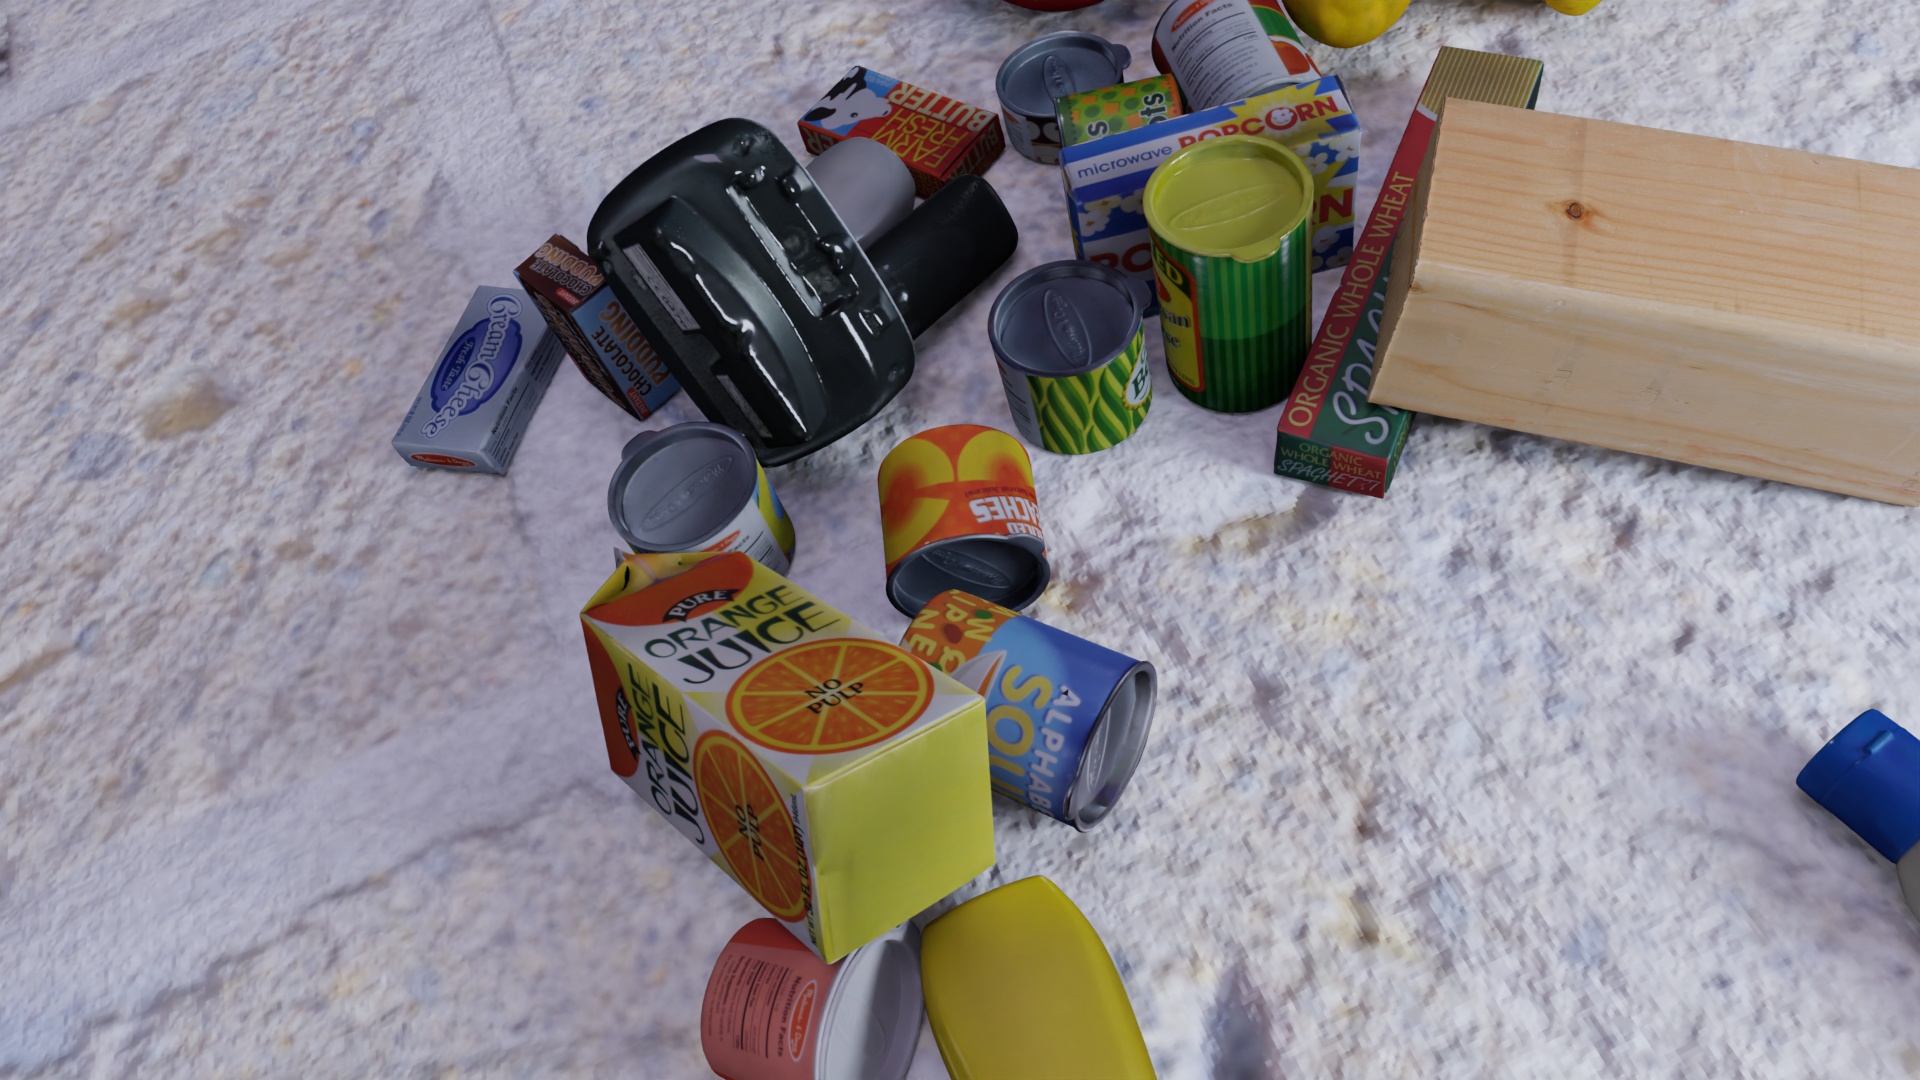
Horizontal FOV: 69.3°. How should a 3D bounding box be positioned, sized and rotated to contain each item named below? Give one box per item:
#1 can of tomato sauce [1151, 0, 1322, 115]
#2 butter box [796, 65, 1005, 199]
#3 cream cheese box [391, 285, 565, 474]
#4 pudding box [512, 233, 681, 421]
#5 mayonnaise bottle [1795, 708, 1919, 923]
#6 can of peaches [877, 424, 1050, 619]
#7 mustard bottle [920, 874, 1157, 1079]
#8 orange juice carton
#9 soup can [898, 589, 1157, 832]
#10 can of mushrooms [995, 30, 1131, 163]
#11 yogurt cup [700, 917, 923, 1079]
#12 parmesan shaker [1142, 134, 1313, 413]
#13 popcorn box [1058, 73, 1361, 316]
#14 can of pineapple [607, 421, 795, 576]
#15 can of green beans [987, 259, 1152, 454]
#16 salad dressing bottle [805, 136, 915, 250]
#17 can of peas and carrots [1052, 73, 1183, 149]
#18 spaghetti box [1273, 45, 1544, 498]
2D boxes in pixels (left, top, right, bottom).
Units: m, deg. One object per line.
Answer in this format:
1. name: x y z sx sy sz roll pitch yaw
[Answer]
1. can of tomato sauce: 0.139 -0.224 0.682 0.071 0.071 0.083 -17 56 2
2. butter box: -0.032 -0.217 0.741 0.103 0.024 0.053 28 67 27
3. cream cheese box: -0.238 -0.082 0.701 0.053 0.024 0.104 7 60 16
4. pudding box: -0.172 -0.101 0.662 0.050 0.083 0.030 36 72 30
5. mayonnaise bottle: 0.335 0.115 0.427 0.065 0.041 0.148 -34 55 -11
6. can of peaches: 0.002 -0.007 0.568 0.071 0.071 0.058 -12 55 6
7. mustard bottle: 0.037 0.190 0.442 0.065 0.048 0.161 -23 56 -2
8. orange juice carton: -0.078 0.063 0.511 0.073 0.071 0.193 -23 33 -34
9. soup can: 0.021 0.063 0.517 0.084 0.071 0.071 20 64 25
10. can of mushrooms: 0.056 -0.231 0.724 0.071 0.033 0.071 -7 56 10
11. yogurt cup: -0.051 0.161 0.474 0.054 0.072 0.073 5 58 26
12. parmesan shaker: 0.116 -0.107 0.586 0.071 0.102 0.071 -6 56 10
13. popcorn box: 0.112 -0.150 0.626 0.127 0.085 0.038 -14 57 3
14. can of pineapple: -0.112 -0.010 0.604 0.071 0.057 0.071 -6 56 9
15. can of green beans: 0.050 -0.080 0.611 0.071 0.057 0.071 -6 56 10
16. salad dressing bottle: -0.081 -0.135 0.688 0.064 0.043 0.148 26 68 25
17. can of peas and carrots: 0.078 -0.185 0.667 0.059 0.070 0.071 -10 56 6
18. spaghetti box: 0.204 -0.128 0.624 0.050 0.028 0.251 17 63 22
